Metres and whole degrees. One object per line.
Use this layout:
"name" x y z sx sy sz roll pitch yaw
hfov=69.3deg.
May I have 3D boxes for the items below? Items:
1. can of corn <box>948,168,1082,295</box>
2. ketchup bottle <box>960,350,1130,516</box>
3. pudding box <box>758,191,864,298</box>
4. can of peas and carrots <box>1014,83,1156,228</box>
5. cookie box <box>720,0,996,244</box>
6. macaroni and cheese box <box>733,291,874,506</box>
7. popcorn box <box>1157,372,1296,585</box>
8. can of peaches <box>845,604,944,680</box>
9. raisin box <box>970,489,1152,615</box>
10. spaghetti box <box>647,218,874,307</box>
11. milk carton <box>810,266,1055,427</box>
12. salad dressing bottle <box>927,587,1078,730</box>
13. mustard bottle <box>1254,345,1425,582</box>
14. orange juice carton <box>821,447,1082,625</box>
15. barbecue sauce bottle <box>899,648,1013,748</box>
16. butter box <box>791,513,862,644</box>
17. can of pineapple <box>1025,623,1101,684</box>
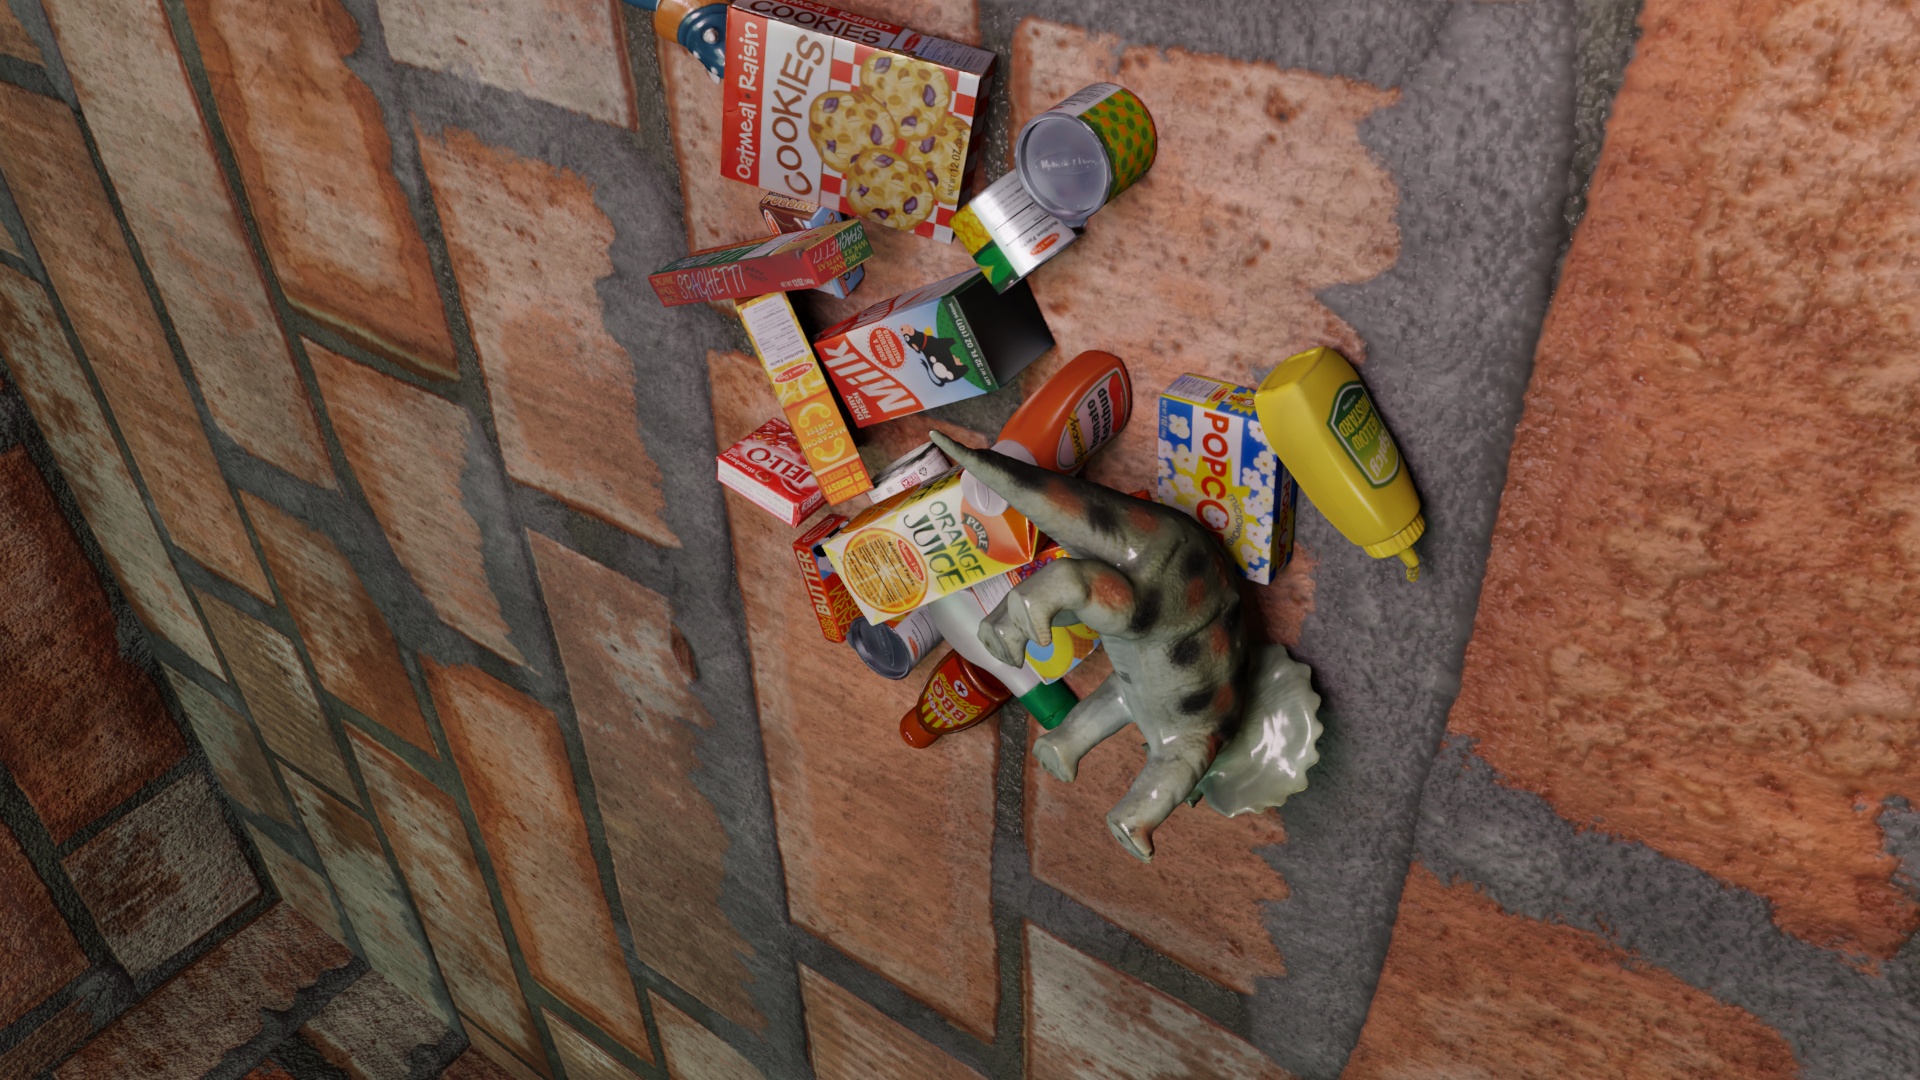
"can of corn" 0.034 -0.200 0.893 0.058 0.071 0.071 54 140 -6
"ketchup bottle" 0.057 -0.067 0.912 0.043 0.149 0.064 17 131 33
"pudding box" -0.107 -0.218 1.010 0.050 0.030 0.083 22 155 29
"can of peas and carrots" 0.076 -0.231 0.834 0.071 0.059 0.070 24 135 26
"cookie box" -0.071 -0.275 0.905 0.167 0.040 0.122 18 134 6
"macaroni and cheese box" -0.123 -0.120 1.063 0.124 0.040 0.166 -121 7 -69
"popcorn box" 0.175 -0.040 0.914 0.085 0.038 0.126 19 132 30
"can of peaches" -0.054 0.076 1.196 0.071 0.058 0.070 24 135 26
"raisin box" 0.075 0.009 1.005 0.123 0.086 0.040 -18 104 48
"spaghetti box" -0.150 -0.197 0.998 0.250 0.050 0.028 8 127 54
"milk carton" -0.034 -0.136 0.997 0.190 0.074 0.072 -9 115 45
"salad dressing bottle" 0.036 0.090 1.138 0.064 0.044 0.147 -39 94 34
"mustard bottle" 0.240 -0.040 0.841 0.160 0.065 0.048 53 145 -14
"orange juice carton" 0.004 -0.012 0.989 0.192 0.072 0.073 -24 102 32
"barbecue sauce bottle" -0.008 0.140 1.217 0.065 0.044 0.147 52 141 8
"butter box" -0.109 0.034 1.215 0.024 0.053 0.103 10 127 39
"can of pineapple" 0.072 0.068 1.071 0.058 0.071 0.070 49 140 -1
